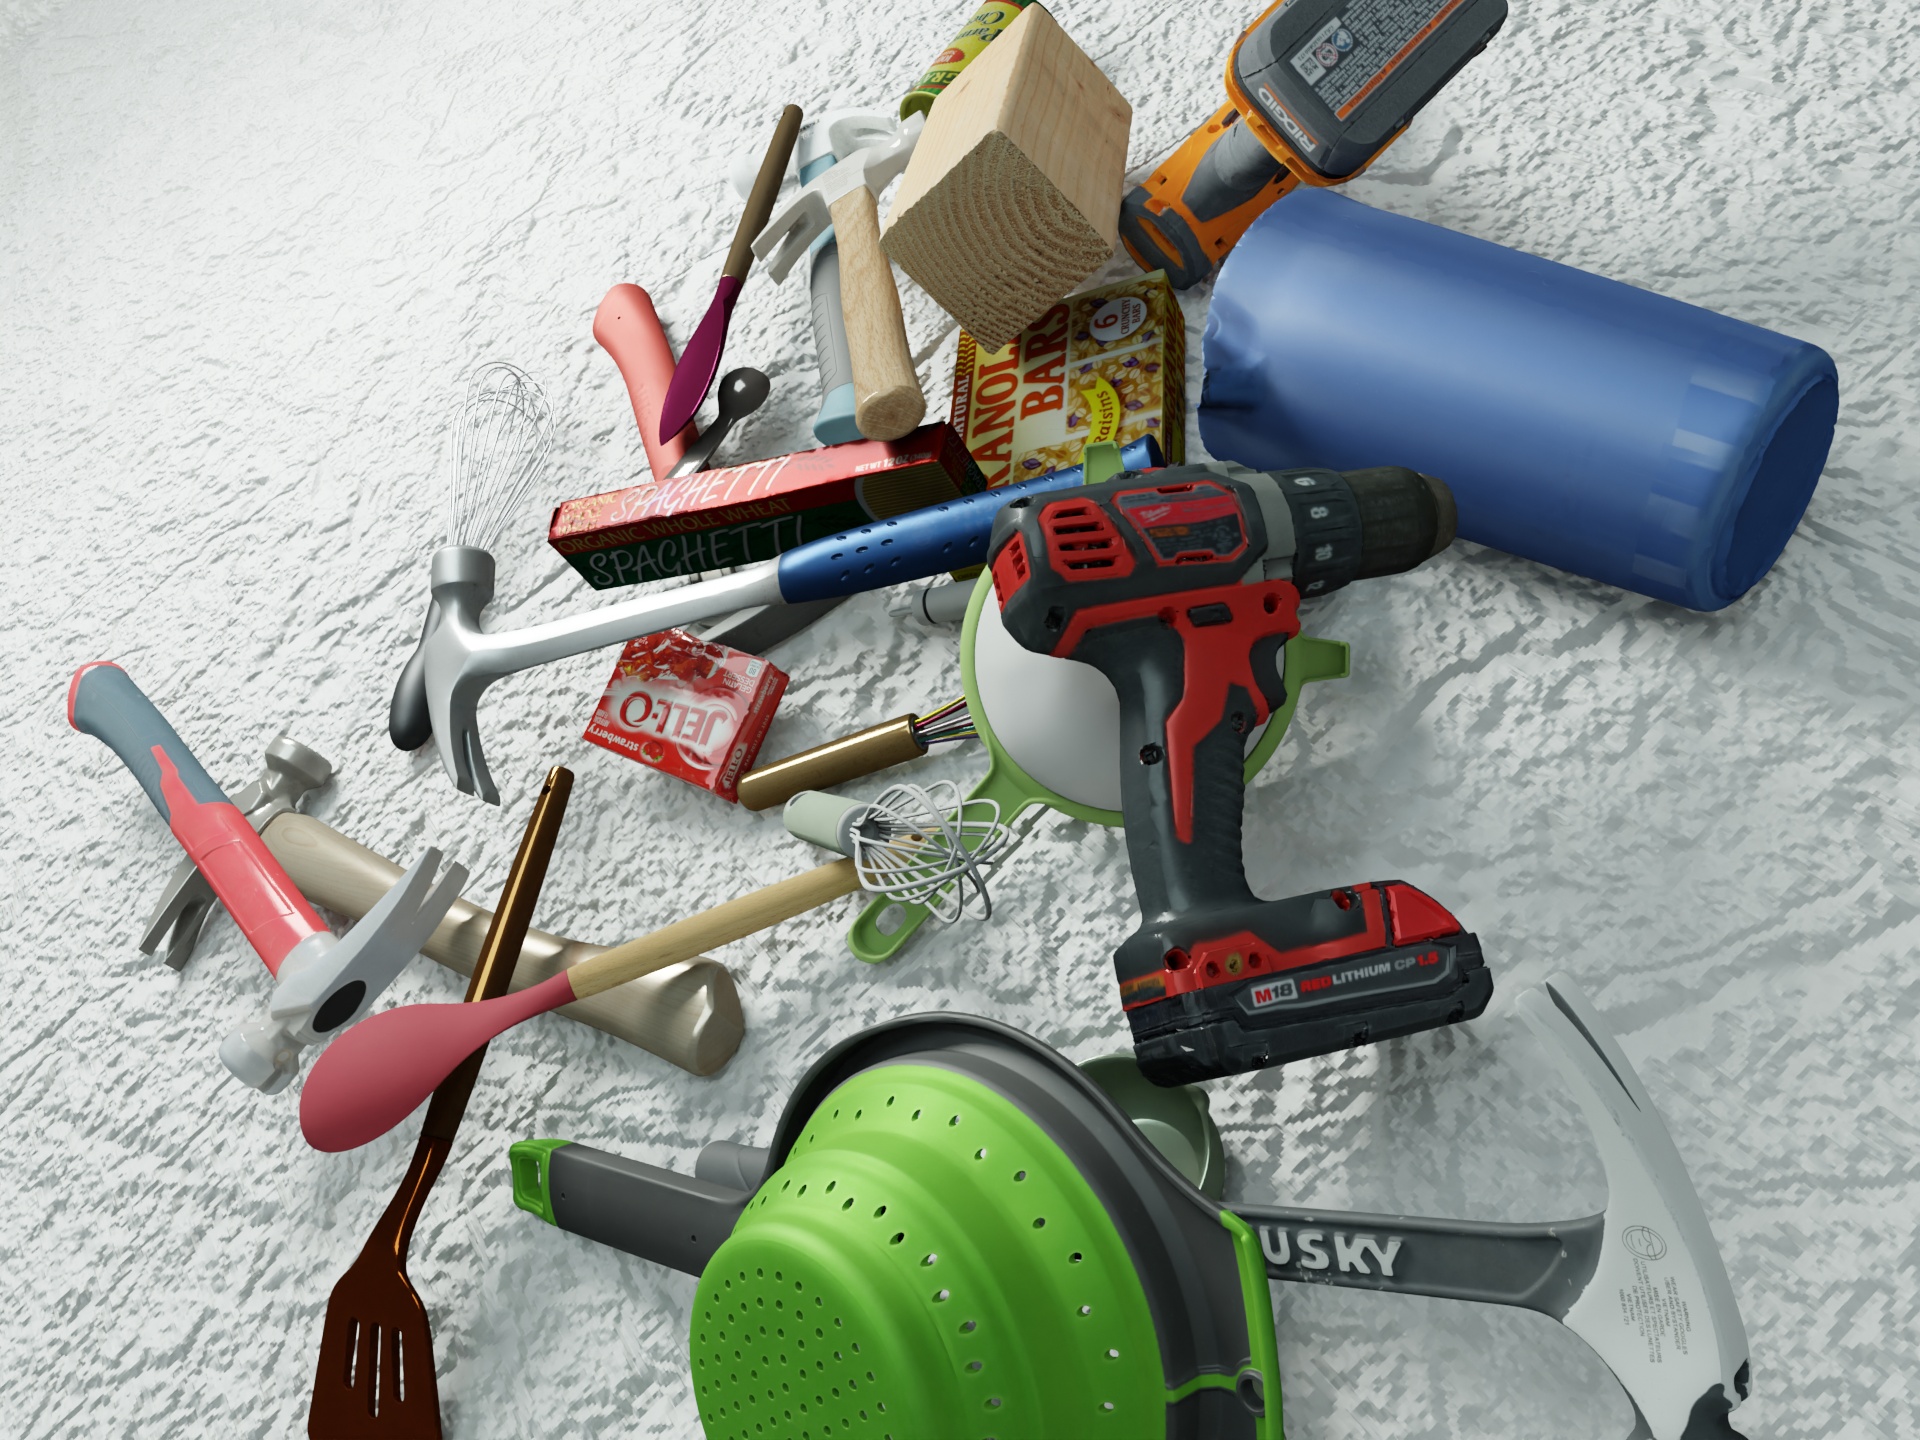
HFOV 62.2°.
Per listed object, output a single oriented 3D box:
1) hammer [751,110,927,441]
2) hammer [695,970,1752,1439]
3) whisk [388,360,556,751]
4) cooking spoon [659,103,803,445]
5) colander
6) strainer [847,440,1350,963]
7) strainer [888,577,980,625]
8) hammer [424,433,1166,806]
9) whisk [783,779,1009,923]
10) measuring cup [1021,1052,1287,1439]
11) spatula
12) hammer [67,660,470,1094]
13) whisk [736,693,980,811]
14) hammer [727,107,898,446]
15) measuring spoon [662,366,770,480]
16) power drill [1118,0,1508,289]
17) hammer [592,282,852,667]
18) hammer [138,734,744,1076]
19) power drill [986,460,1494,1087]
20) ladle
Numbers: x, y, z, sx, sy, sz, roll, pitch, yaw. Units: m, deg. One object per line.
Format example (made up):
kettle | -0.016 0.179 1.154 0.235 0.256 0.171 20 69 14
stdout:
hammer | -0.055 -0.247 0.894 0.130 0.031 0.332 -28 37 14
hammer | 0.043 0.166 0.536 0.409 0.036 0.149 -11 89 43
whisk | -0.311 -0.109 0.998 0.070 0.070 0.285 -6 59 25
cooking spoon | -0.140 -0.295 1.015 0.068 0.017 0.319 -31 38 45
colander | -0.080 0.206 0.568 0.397 0.094 0.204 -2 94 43
strainer | 0.033 0.012 0.680 0.151 0.069 0.256 43 98 8
strainer | 0.071 -0.074 0.768 0.258 0.050 0.087 -9 18 31
hammer | -0.095 -0.062 0.783 0.405 0.035 0.144 -13 68 19
whisk | -0.038 0.048 0.670 0.058 0.059 0.246 -33 11 -16
measuring cup | 0.079 0.199 0.573 0.083 0.038 0.168 -32 51 5
spatula | -0.228 0.172 0.736 0.081 0.041 0.323 -1 62 28
hammer | -0.417 0.046 0.903 0.143 0.038 0.387 -49 50 -9
whisk | -0.002 -0.004 0.763 0.245 0.047 0.051 -19 51 19
hammer | -0.083 -0.290 1.023 0.128 0.033 0.331 -22 49 15
measuring spoon | -0.155 -0.161 0.929 0.034 0.018 0.124 23 71 37
power drill | 0.176 -0.316 0.806 0.164 0.084 0.226 -46 7 -8
hammer | -0.167 -0.168 0.976 0.149 0.036 0.360 -29 48 7
hammer | -0.278 0.114 0.830 0.411 0.038 0.146 14 66 35
power drill | 0.122 0.008 0.593 0.188 0.080 0.227 -9 76 -16
ladle | -0.150 0.111 0.719 0.315 0.031 0.069 -22 40 -8
